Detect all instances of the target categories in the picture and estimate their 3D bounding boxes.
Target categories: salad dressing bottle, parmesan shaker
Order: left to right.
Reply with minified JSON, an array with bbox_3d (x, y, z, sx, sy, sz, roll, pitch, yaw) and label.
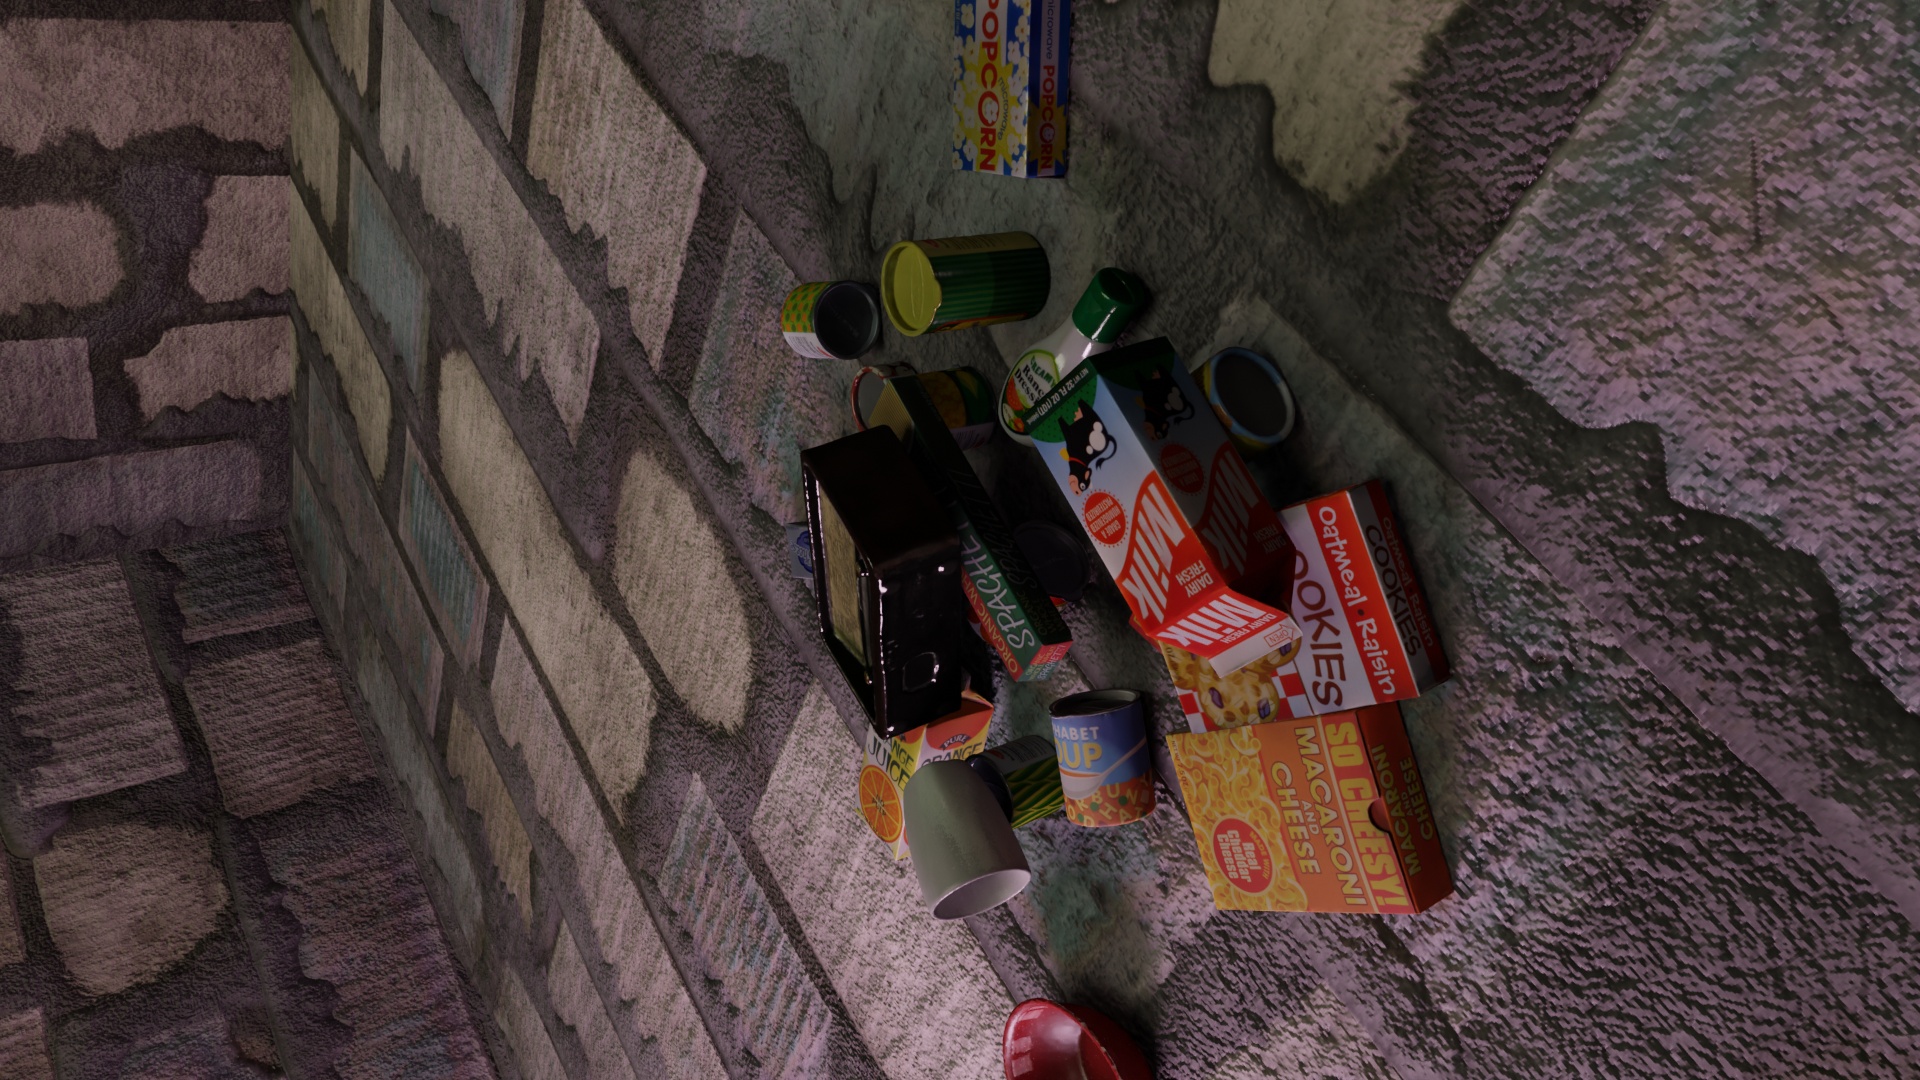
[{"bbox_3d":[0.006,-0.183,0.989,0.071,0.103,0.071,22,119,49],"label":"parmesan shaker"},{"bbox_3d":[0.076,-0.126,0.962,0.064,0.044,0.147,59,141,21],"label":"salad dressing bottle"}]

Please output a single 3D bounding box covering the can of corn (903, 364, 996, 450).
[{"bbox_3d":[-0.016,-0.102,1.083,0.071,0.058,0.071,22,118,49],"label":"can of corn"}]

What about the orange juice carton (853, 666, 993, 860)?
[{"bbox_3d":[-0.030,0.170,1.177,0.072,0.073,0.191,42,131,40],"label":"orange juice carton"}]

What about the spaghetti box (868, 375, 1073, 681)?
[{"bbox_3d":[0.004,-0.013,0.997,0.251,0.029,0.050,60,142,27],"label":"spaghetti box"}]

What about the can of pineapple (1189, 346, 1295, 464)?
[{"bbox_3d":[0.158,-0.077,0.844,0.057,0.071,0.071,-39,70,51],"label":"can of pineapple"}]

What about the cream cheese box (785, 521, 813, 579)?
[{"bbox_3d":[-0.127,0.010,1.301,0.103,0.024,0.053,4,104,53],"label":"cream cheese box"}]

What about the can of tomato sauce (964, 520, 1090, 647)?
[{"bbox_3d":[0.050,0.036,1.032,0.071,0.071,0.082,61,142,21],"label":"can of tomato sauce"}]

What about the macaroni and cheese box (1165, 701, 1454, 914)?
[{"bbox_3d":[0.213,0.169,0.873,0.166,0.040,0.123,-20,85,55],"label":"macaroni and cheese box"}]

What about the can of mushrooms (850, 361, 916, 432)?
[{"bbox_3d":[-0.062,-0.115,1.164,0.071,0.033,0.070,23,119,48],"label":"can of mushrooms"}]

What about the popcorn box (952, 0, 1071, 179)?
[{"bbox_3d":[0.035,-0.318,0.962,0.085,0.038,0.126,24,119,48],"label":"popcorn box"}]

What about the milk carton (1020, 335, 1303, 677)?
[{"bbox_3d":[0.123,-0.016,0.800,0.072,0.074,0.191,-39,76,48],"label":"milk carton"}]

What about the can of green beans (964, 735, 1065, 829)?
[{"bbox_3d":[0.042,0.193,1.099,0.071,0.058,0.071,22,118,49],"label":"can of green beans"}]

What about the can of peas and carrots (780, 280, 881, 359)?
[{"bbox_3d":[-0.109,-0.189,1.179,0.059,0.071,0.070,12,110,52],"label":"can of peas and carrots"}]

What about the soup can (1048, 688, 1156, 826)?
[{"bbox_3d":[0.100,0.156,0.996,0.071,0.071,0.083,-1,100,54],"label":"soup can"}]

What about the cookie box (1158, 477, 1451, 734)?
[{"bbox_3d":[0.193,0.043,0.837,0.167,0.040,0.123,-20,90,47],"label":"cookie box"}]

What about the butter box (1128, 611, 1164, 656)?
[{"bbox_3d":[0.150,0.030,0.928,0.053,0.024,0.103,45,134,36],"label":"butter box"}]
